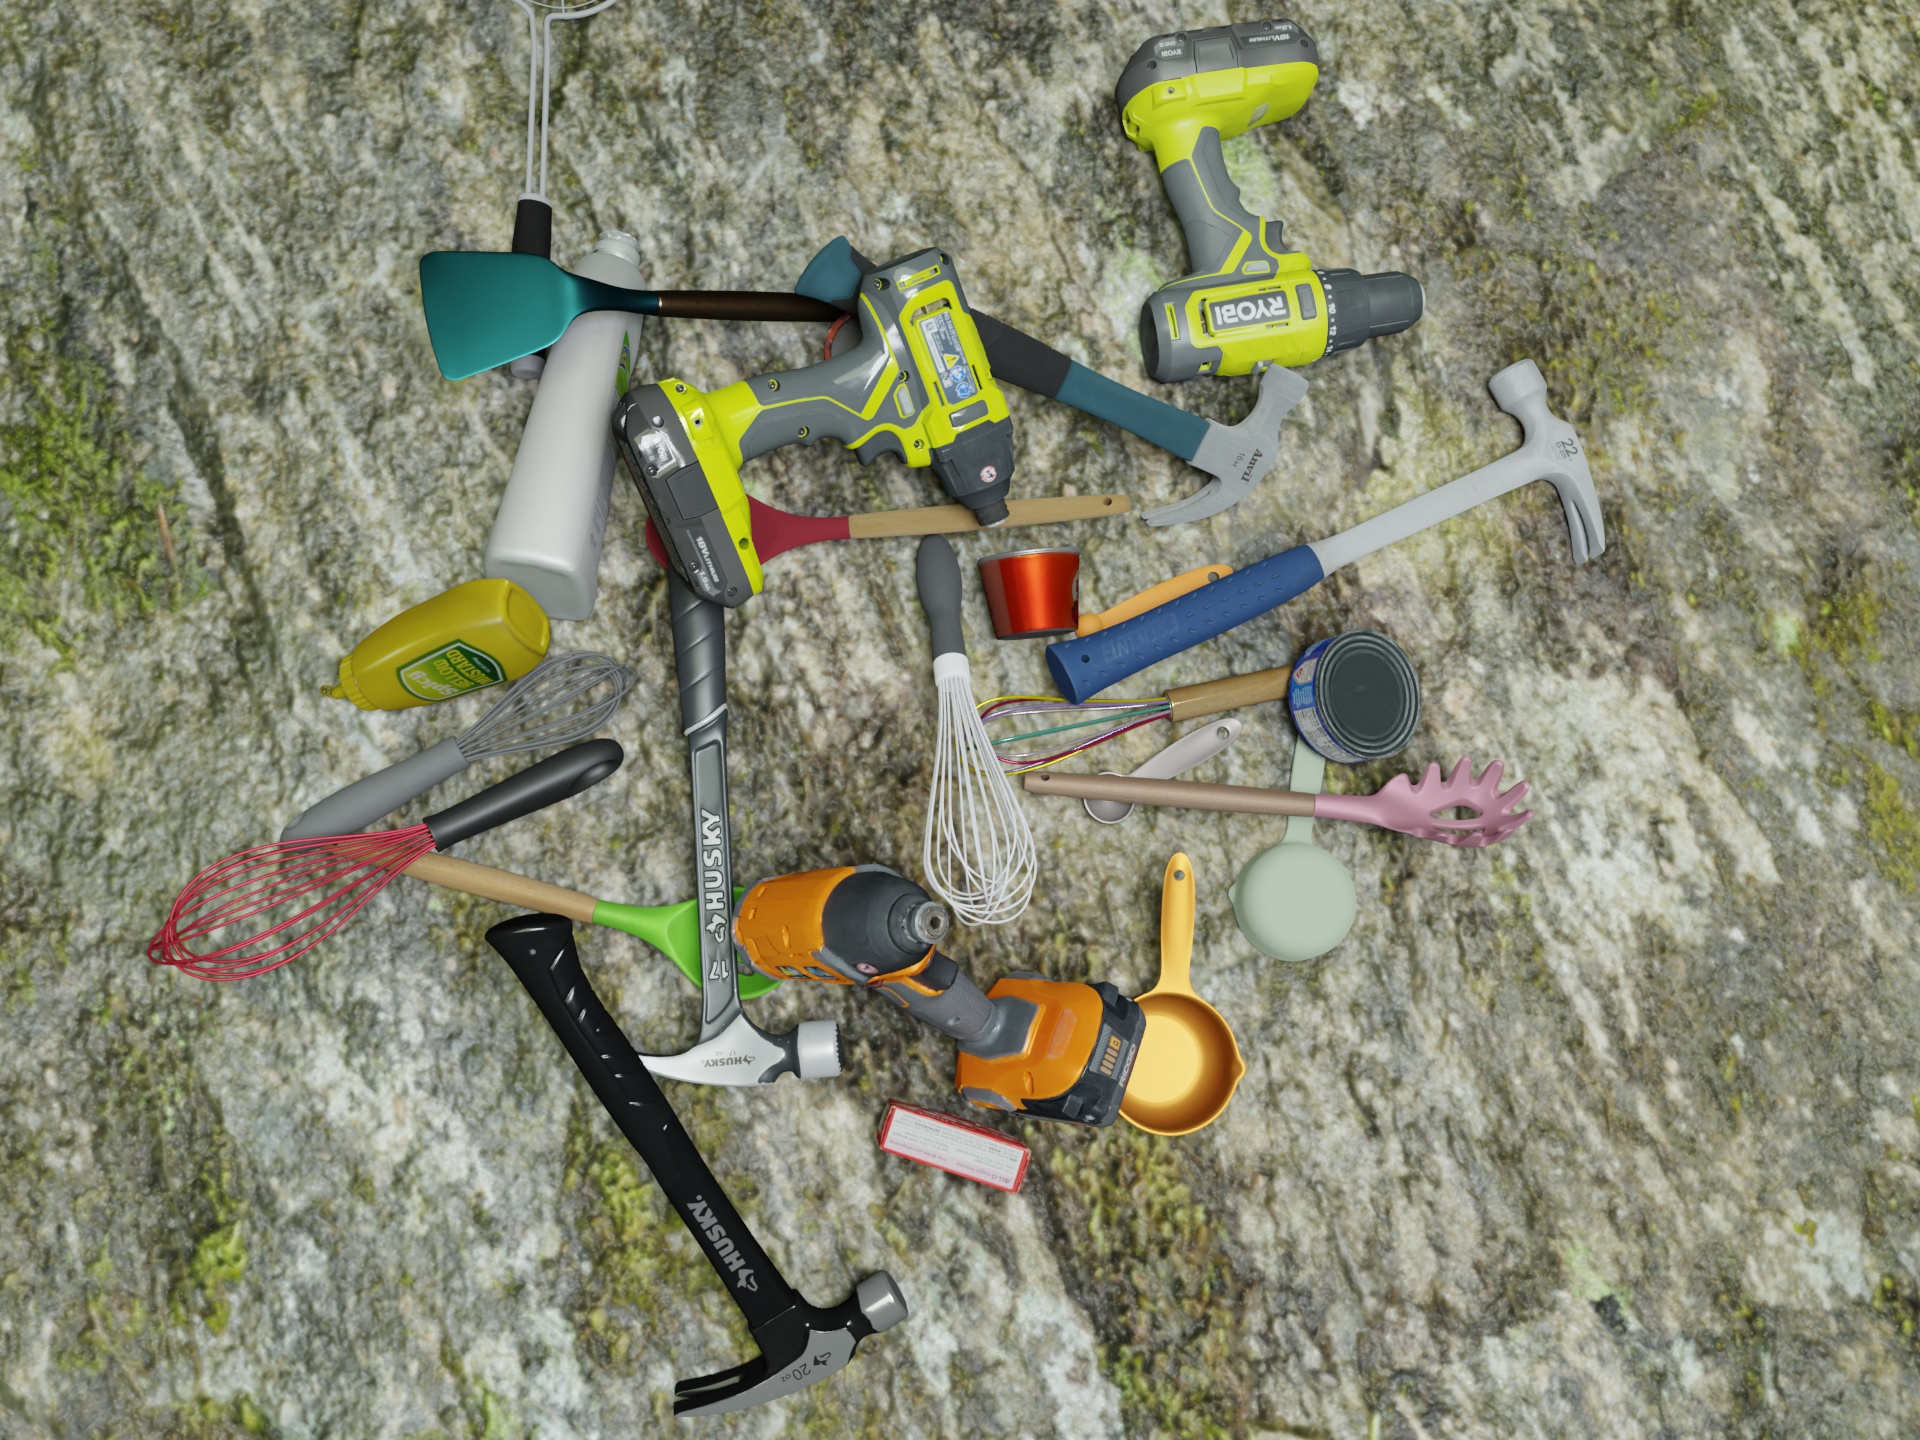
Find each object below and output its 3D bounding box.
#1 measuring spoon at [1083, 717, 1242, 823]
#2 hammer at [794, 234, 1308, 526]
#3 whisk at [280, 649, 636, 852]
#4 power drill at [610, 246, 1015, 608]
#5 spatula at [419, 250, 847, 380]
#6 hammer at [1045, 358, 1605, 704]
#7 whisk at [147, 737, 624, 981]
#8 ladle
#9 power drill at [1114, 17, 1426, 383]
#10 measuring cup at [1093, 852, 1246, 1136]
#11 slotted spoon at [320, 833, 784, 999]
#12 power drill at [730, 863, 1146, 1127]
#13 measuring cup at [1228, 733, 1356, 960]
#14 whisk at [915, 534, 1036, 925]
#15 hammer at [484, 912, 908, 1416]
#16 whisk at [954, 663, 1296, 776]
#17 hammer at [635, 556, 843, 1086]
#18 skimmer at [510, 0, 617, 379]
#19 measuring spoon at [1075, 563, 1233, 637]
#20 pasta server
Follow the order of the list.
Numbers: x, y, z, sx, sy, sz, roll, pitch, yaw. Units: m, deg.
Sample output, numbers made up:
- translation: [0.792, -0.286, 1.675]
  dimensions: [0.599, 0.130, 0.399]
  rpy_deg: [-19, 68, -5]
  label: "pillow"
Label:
- translation: [0.134, 0.031, 1.051]
  dimensions: [0.124, 0.018, 0.034]
  rpy_deg: [-28, 81, -15]
  label: "measuring spoon"
- translation: [0.054, -0.227, 1.024]
  dimensions: [0.331, 0.033, 0.128]
  rpy_deg: [21, 107, -14]
  label: "hammer"
- translation: [-0.313, 0.022, 0.996]
  dimensions: [0.239, 0.055, 0.055]
  rpy_deg: [-29, 83, -9]
  label: "whisk"
- translation: [-0.080, -0.164, 0.959]
  dimensions: [0.223, 0.080, 0.171]
  rpy_deg: [-26, 111, -12]
  label: "power drill"
- translation: [-0.175, -0.261, 1.012]
  dimensions: [0.317, 0.044, 0.082]
  rpy_deg: [-8, 79, -34]
  label: "spatula"
- translation: [0.246, -0.104, 1.052]
  dimensions: [0.405, 0.035, 0.144]
  rpy_deg: [-25, 83, -13]
  label: "hammer"
- translation: [-0.340, 0.078, 0.965]
  dimensions: [0.296, 0.073, 0.073]
  rpy_deg: [-26, 83, -23]
  label: "whisk"
- translation: [-0.047, -0.130, 1.041]
  dimensions: [0.315, 0.031, 0.069]
  rpy_deg: [-4, 78, 2]
  label: "ladle"
- translation: [0.206, -0.351, 1.089]
  dimensions: [0.190, 0.080, 0.228]
  rpy_deg: [-10, 84, -4]
  label: "power drill"
- translation: [0.130, 0.172, 1.005]
  dimensions: [0.095, 0.052, 0.174]
  rpy_deg: [6, 78, -3]
  label: "measuring cup"
- translation: [-0.254, 0.111, 1.001]
  dimensions: [0.314, 0.031, 0.070]
  rpy_deg: [14, 79, 0]
  label: "slotted spoon"
- translation: [-0.002, 0.153, 0.904]
  dimensions: [0.226, 0.164, 0.084]
  rpy_deg: [35, 64, -27]
  label: "power drill"
- translation: [0.225, 0.072, 1.034]
  dimensions: [0.083, 0.038, 0.168]
  rpy_deg: [10, 81, -2]
  label: "measuring cup"
- translation: [-0.003, -0.003, 0.987]
  dimensions: [0.070, 0.070, 0.285]
  rpy_deg: [-5, 58, -5]
  label: "whisk"
- translation: [-0.175, 0.256, 0.929]
  dimensions: [0.146, 0.035, 0.334]
  rpy_deg: [-31, 101, -3]
  label: "hammer"
- translation: [0.115, -0.008, 1.040]
  dimensions: [0.245, 0.051, 0.047]
  rpy_deg: [-12, 76, -9]
  label: "whisk"
- translation: [-0.162, 0.021, 0.988]
  dimensions: [0.149, 0.036, 0.409]
  rpy_deg: [-5, 80, 0]
  label: "hammer"
- translation: [-0.271, -0.413, 1.058]
  dimensions: [0.127, 0.090, 0.363]
  rpy_deg: [6, 81, -35]
  label: "skimmer"
- translation: [0.131, -0.081, 1.068]
  dimensions: [0.117, 0.011, 0.021]
  rpy_deg: [-22, 82, -7]
  label: "measuring spoon"
- translation: [0.198, 0.047, 1.011]
  dimensions: [0.316, 0.040, 0.060]
  rpy_deg: [5, 53, 2]
  label: "pasta server"
